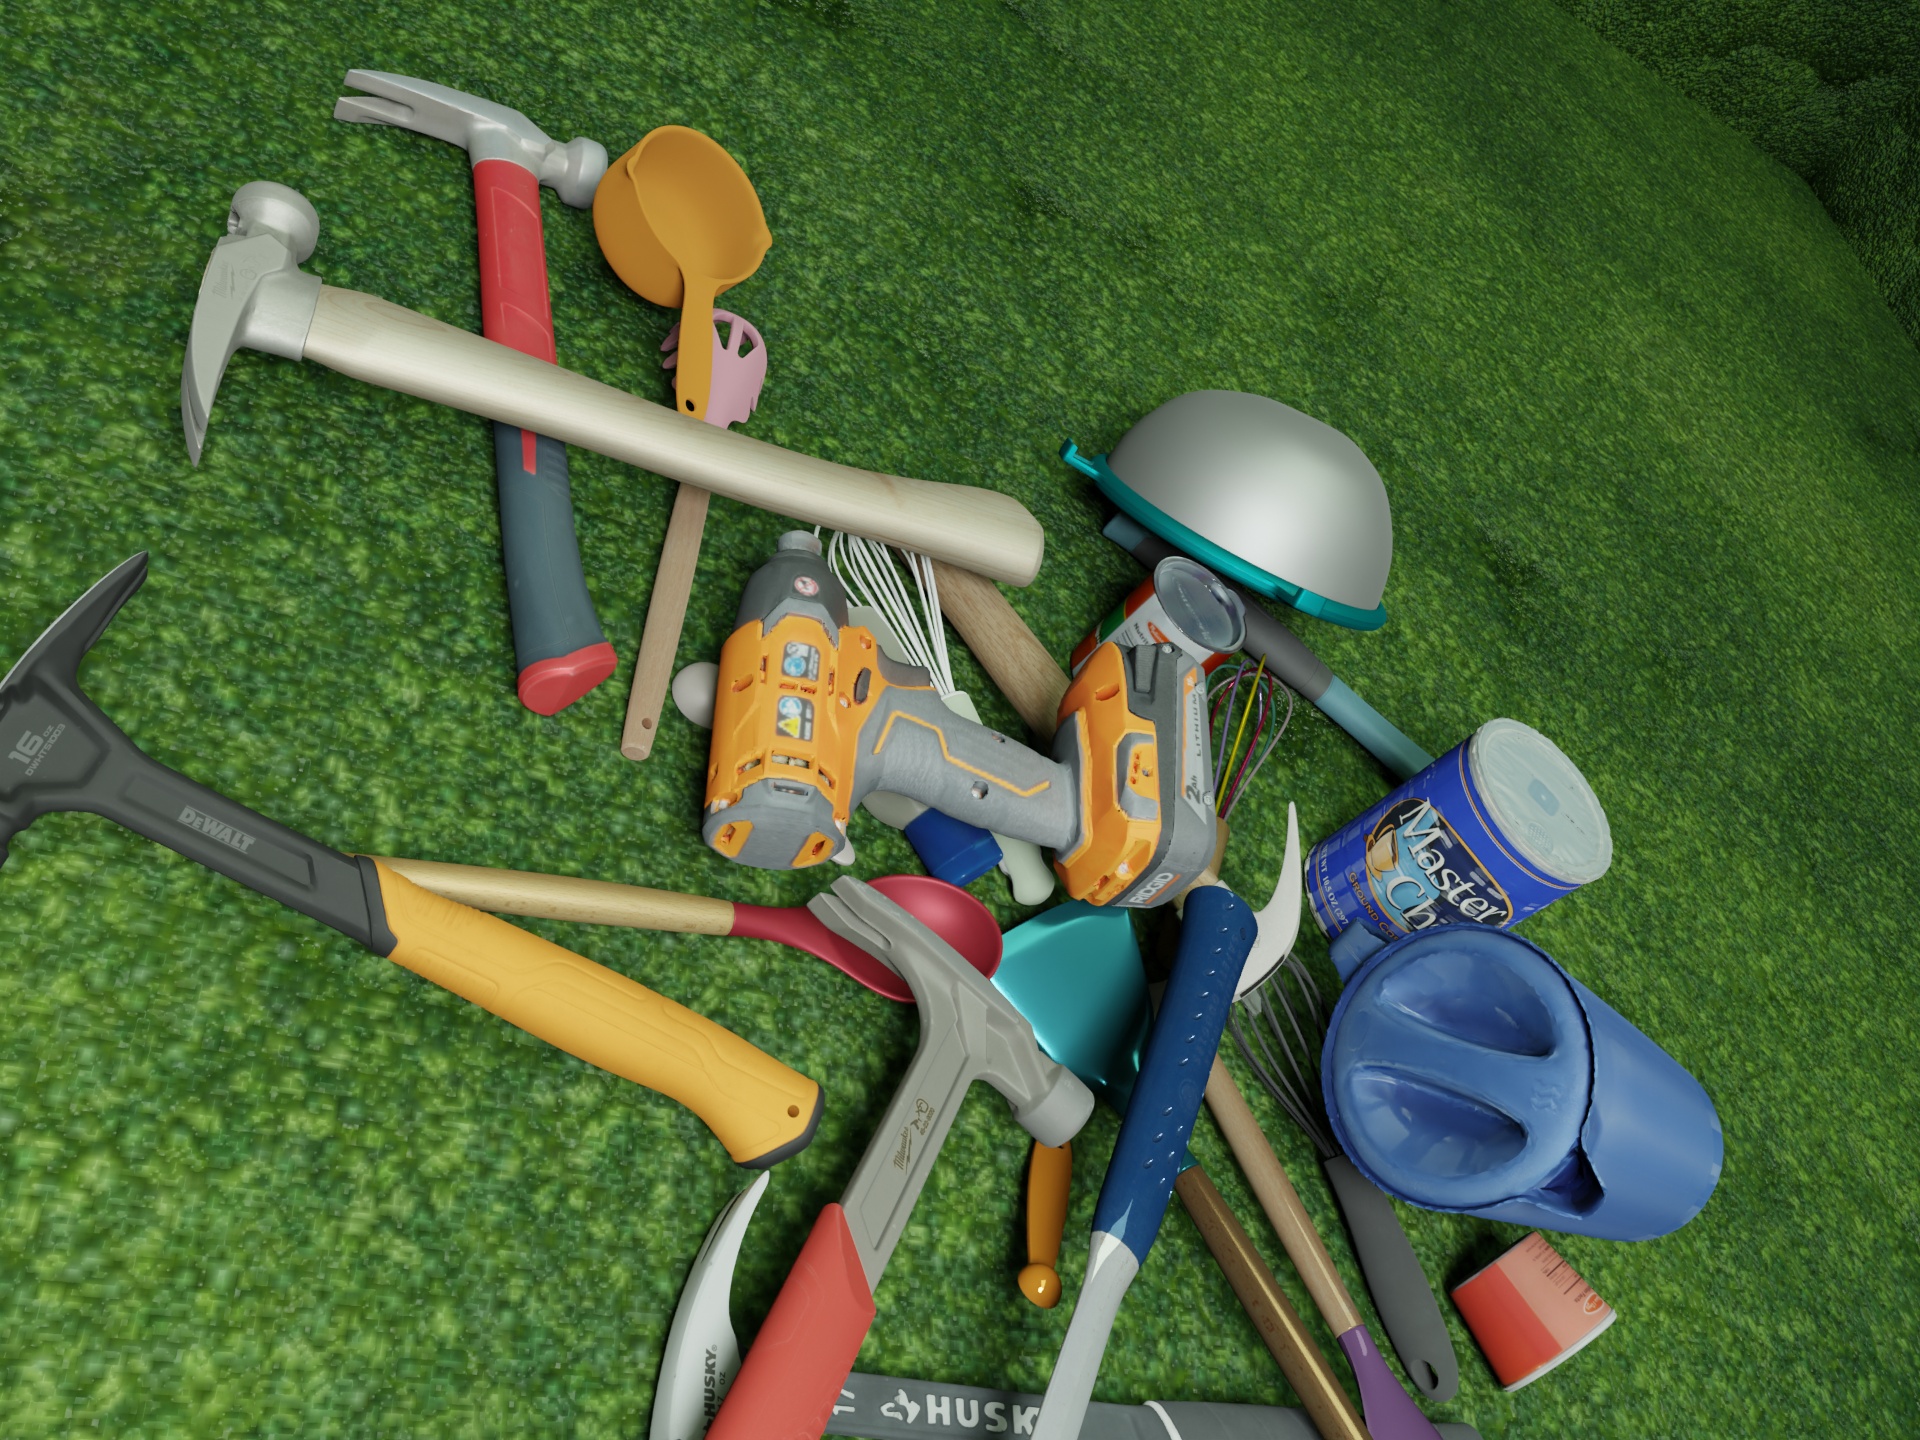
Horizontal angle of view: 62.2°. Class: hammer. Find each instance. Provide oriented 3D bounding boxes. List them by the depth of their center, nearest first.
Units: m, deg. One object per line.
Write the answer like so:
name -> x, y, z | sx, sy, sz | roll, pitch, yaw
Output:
hammer -> -0.060, 0.211, 0.551 | 0.149, 0.036, 0.359 | 42, 39, -8
hammer -> -0.194, 0.074, 0.597 | 0.336, 0.034, 0.127 | 32, 64, -18
hammer -> 0.059, 0.220, 0.619 | 0.144, 0.035, 0.406 | 53, 39, -20
hammer -> 0.066, 0.287, 0.652 | 0.408, 0.036, 0.149 | 19, 46, -27
hammer -> -0.142, -0.126, 0.754 | 0.410, 0.038, 0.146 | 15, 51, -24
hammer -> -0.231, -0.174, 0.785 | 0.143, 0.038, 0.387 | 9, 53, -33
hammer -> 0.059, 0.003, 0.844 | 0.331, 0.130, 0.031 | 54, -2, 21
hammer -> 0.227, -0.031, 1.042 | 0.331, 0.033, 0.128 | 40, 40, -6

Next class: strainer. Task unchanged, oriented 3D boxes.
strainer -> 0.227, -0.152, 1.045 | 0.211, 0.095, 0.340 | 37, 23, 25

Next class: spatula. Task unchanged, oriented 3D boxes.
spatula -> 0.114, 0.222, 0.708 | 0.082, 0.044, 0.318 | -23, 60, -18
spatula -> 0.165, 0.258, 0.734 | 0.059, 0.018, 0.316 | 9, 44, -42

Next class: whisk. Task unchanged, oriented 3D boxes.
whisk -> 0.191, 0.222, 0.801 | 0.055, 0.055, 0.239 | -4, 65, -41
whisk -> -0.012, -0.015, 0.831 | 0.059, 0.057, 0.246 | -25, 74, -3
whisk -> 0.148, 0.043, 0.911 | 0.051, 0.047, 0.245 | 37, 45, -11

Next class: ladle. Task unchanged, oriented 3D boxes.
ladle -> -0.122, 0.081, 0.673 | 0.315, 0.031, 0.069 | 12, 46, -30

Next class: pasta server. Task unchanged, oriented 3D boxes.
pasta server -> -0.140, -0.108, 0.815 | 0.060, 0.040, 0.316 | 23, 50, -23

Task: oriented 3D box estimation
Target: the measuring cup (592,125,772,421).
measuring cup -> -0.154, -0.226, 0.844 | 0.095, 0.052, 0.174 | 16, 68, -44

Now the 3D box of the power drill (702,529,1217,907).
power drill -> -0.001, -0.002, 0.739 | 0.226, 0.084, 0.164 | 10, 59, -17

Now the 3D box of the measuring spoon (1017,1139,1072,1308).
measuring spoon -> 0.039, 0.207, 0.683 | 0.021, 0.011, 0.117 | 32, 22, -6

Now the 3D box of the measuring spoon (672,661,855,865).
measuring spoon -> -0.089, 0.019, 0.756 | 0.124, 0.018, 0.034 | 49, 41, 3
